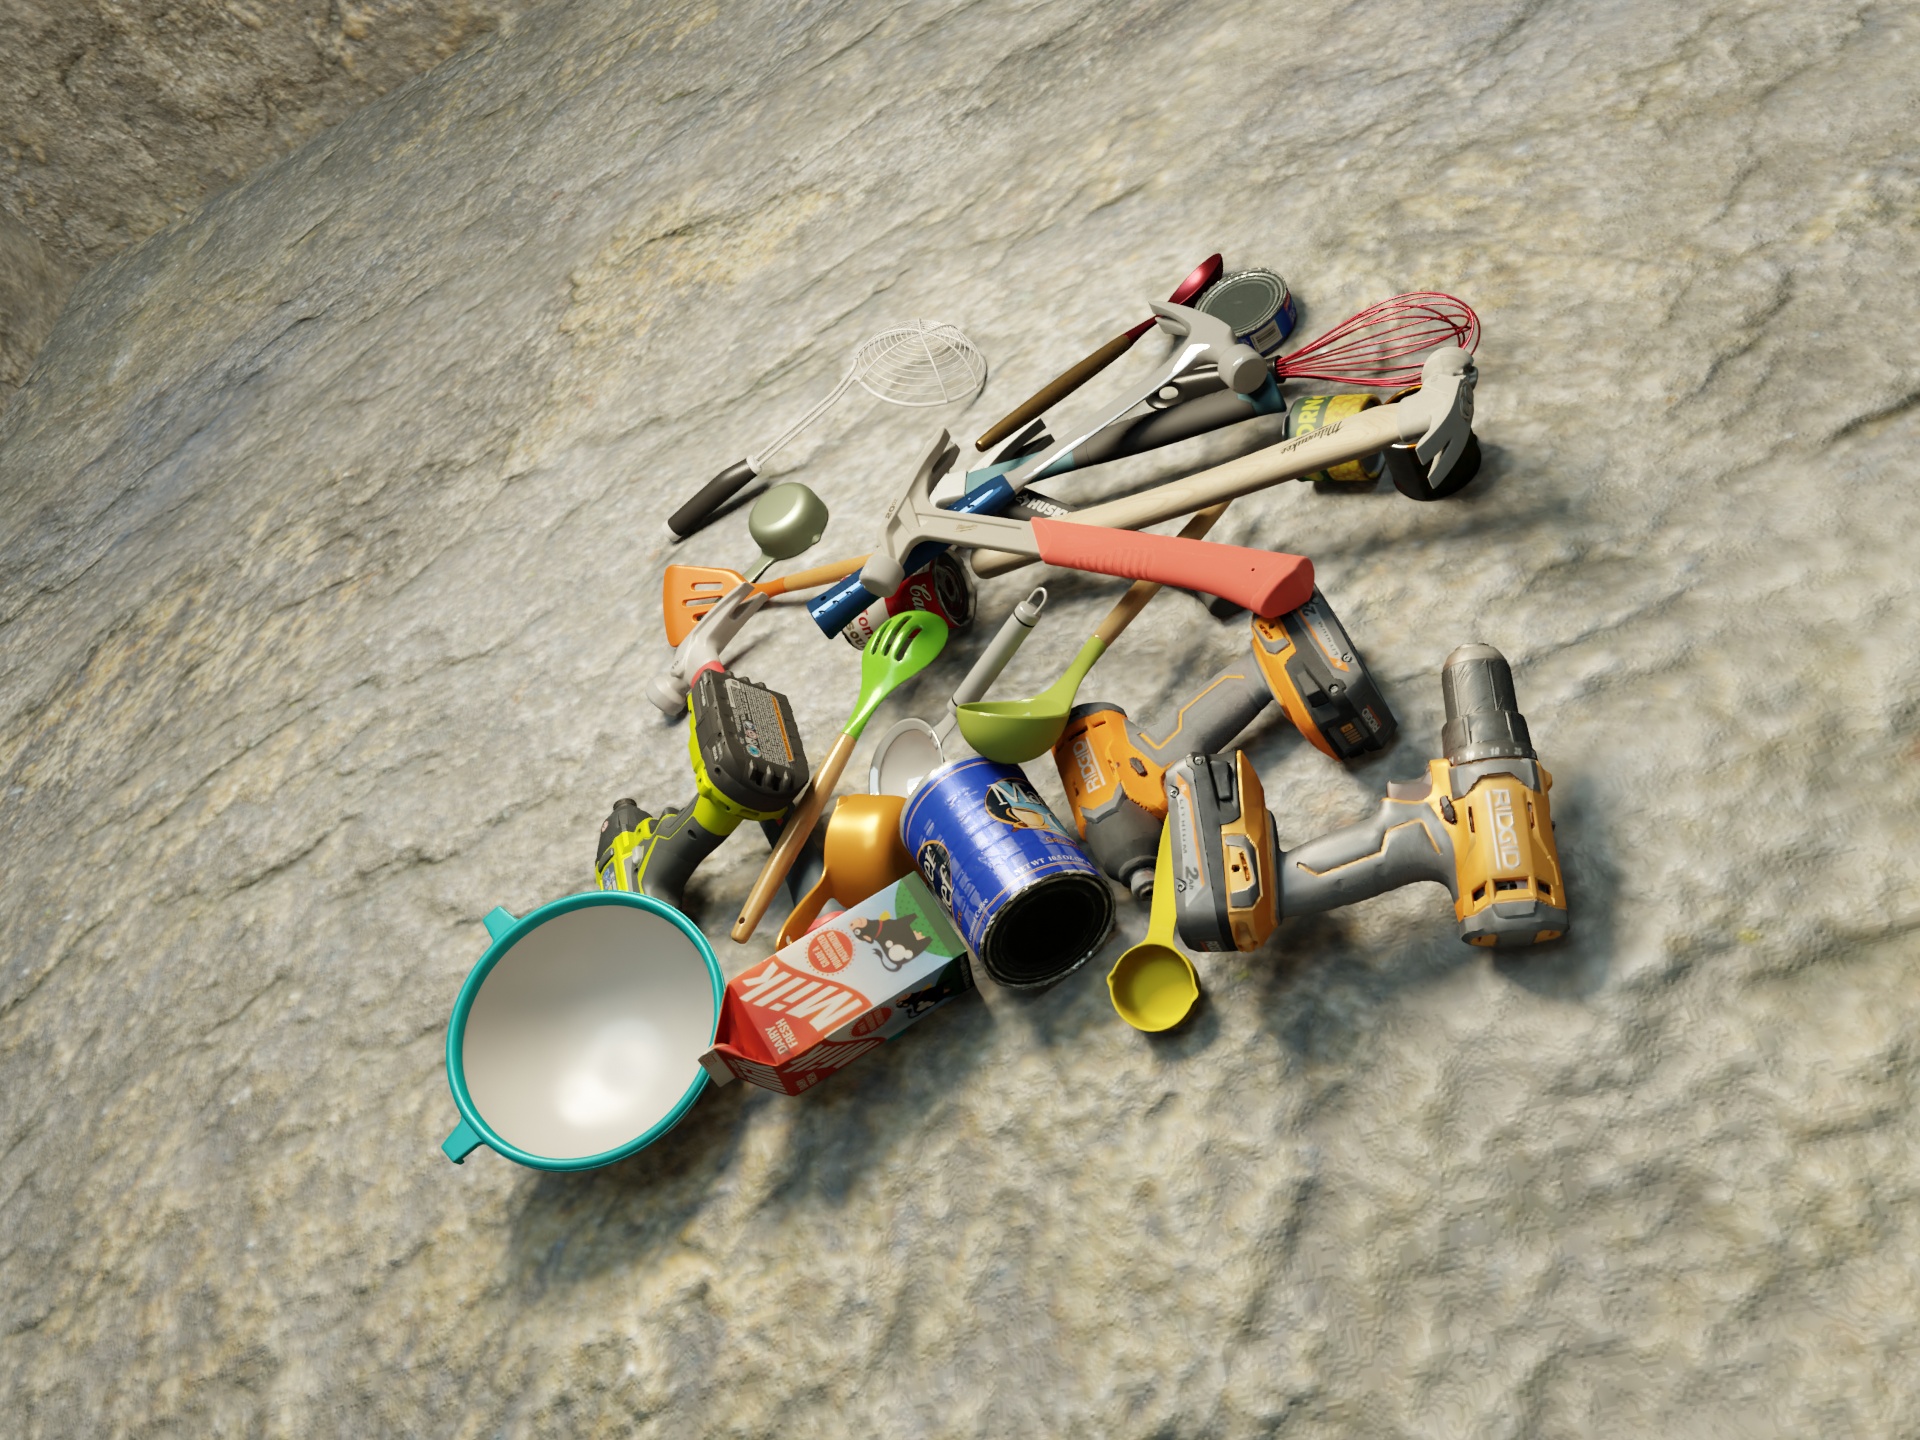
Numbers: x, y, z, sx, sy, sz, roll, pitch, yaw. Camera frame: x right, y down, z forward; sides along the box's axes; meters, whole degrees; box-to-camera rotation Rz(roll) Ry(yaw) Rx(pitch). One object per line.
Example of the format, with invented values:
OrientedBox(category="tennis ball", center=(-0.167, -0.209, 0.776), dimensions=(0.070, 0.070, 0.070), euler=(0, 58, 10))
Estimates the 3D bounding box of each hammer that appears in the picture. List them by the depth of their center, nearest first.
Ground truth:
OrientedBox(category="hammer", center=(0.092, -0.135, 1.167), dimensions=(0.359, 0.036, 0.149), euler=(13, 67, 36))
OrientedBox(category="hammer", center=(0.176, -0.167, 1.186), dimensions=(0.410, 0.038, 0.146), euler=(-15, 30, 35))
OrientedBox(category="hammer", center=(0.047, -0.200, 1.291), dimensions=(0.405, 0.035, 0.144), euler=(-35, 41, 4))
OrientedBox(category="hammer", center=(0.117, -0.158, 1.314), dimensions=(0.146, 0.035, 0.335), euler=(-51, 45, -10))
OrientedBox(category="hammer", center=(-0.158, 0.036, 1.323), dimensions=(0.143, 0.038, 0.387), euler=(-47, 44, 12))
OrientedBox(category="hammer", center=(0.109, -0.226, 1.324), dimensions=(0.331, 0.033, 0.128), euler=(-14, 49, 25))

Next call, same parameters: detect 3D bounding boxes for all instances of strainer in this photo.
OrientedBox(category="strainer", center=(-0.203, 0.238, 1.181), dimensions=(0.340, 0.095, 0.211), euler=(-3, 60, 7))
OrientedBox(category="strainer", center=(-0.002, -0.004, 1.205), dimensions=(0.258, 0.050, 0.087), euler=(-54, 47, 32))

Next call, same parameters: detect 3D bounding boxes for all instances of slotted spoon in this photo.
OrientedBox(category="slotted spoon", center=(-0.098, 0.035, 1.243), dimensions=(0.070, 0.031, 0.314), euler=(12, 64, 35))

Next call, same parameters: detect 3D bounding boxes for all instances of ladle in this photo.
OrientedBox(category="ladle", center=(0.111, -0.083, 1.170), dimensions=(0.078, 0.062, 0.320), euler=(10, 50, 47))
OrientedBox(category="ladle", center=(0.126, -0.319, 1.386), dimensions=(0.315, 0.031, 0.069), euler=(-40, 10, -24))

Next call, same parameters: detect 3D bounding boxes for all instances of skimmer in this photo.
OrientedBox(category="skimmer", center=(-0.141, -0.276, 1.589), dimensions=(0.363, 0.090, 0.127), euler=(-35, 45, 20))

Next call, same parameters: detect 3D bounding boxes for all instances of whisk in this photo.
OrientedBox(category="whisk", center=(0.279, -0.292, 1.299), dimensions=(0.296, 0.073, 0.073), euler=(-5, 53, 38))

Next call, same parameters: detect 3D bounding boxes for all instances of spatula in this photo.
OrientedBox(category="spatula", center=(-0.144, -0.128, 1.439), dimensions=(0.322, 0.041, 0.081), euler=(-10, 81, 37))

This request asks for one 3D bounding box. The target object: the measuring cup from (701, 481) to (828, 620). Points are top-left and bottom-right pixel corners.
OrientedBox(category="measuring cup", center=(-0.198, -0.163, 1.526), dimensions=(0.167, 0.038, 0.083), euler=(-48, 44, -12))

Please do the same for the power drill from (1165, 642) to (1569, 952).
OrientedBox(category="power drill", center=(0.244, 0.051, 0.975), dimensions=(0.226, 0.084, 0.185), euler=(-6, 70, 13))

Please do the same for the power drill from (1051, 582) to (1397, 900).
OrientedBox(category="power drill", center=(0.177, 0.020, 1.097), dimensions=(0.226, 0.084, 0.164), euler=(-31, 44, 15))

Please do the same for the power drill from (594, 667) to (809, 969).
OrientedBox(category="power drill", center=(-0.221, 0.072, 1.280), dimensions=(0.223, 0.080, 0.171), euler=(-50, 39, 26))

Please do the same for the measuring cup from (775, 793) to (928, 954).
OrientedBox(category="measuring cup", center=(-0.073, 0.118, 1.149), dimensions=(0.052, 0.095, 0.174), euler=(-2, 27, 26))

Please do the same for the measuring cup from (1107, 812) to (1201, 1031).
OrientedBox(category="measuring cup", center=(0.138, 0.126, 1.040), dimensions=(0.062, 0.029, 0.156), euler=(6, 76, 26))
